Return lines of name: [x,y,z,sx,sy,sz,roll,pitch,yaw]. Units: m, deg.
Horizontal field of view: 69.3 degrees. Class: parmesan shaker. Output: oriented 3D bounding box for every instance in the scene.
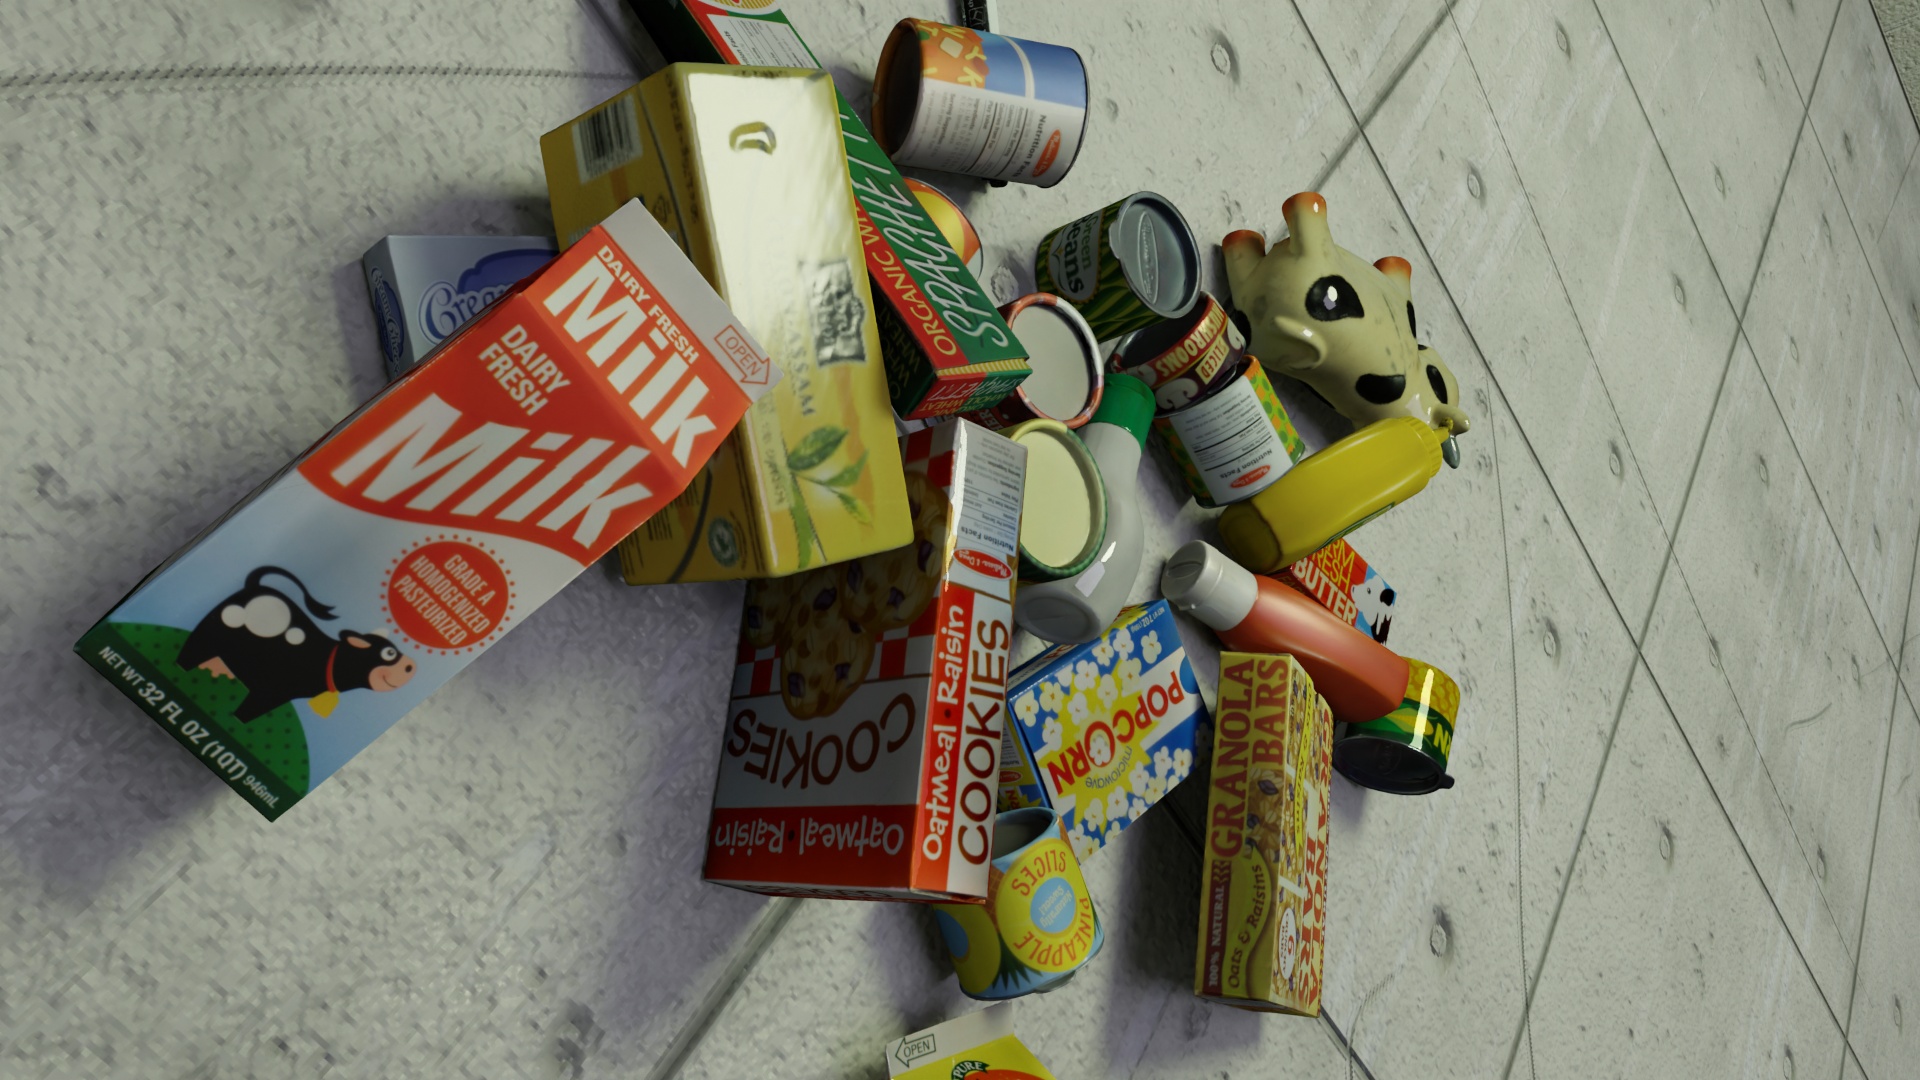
parmesan shaker: [0.002,-0.007,0.587,0.071,0.103,0.071,11,74,-41]

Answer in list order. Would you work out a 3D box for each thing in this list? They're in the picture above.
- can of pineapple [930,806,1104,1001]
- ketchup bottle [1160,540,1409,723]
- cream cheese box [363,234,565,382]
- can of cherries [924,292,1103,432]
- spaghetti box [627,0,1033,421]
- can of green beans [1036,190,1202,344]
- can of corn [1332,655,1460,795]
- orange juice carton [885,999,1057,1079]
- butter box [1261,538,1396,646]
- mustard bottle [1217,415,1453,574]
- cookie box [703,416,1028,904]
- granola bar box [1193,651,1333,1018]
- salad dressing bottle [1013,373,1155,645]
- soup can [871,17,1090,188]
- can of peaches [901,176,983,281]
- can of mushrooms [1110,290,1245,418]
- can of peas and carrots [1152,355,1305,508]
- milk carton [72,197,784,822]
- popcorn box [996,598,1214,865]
can of pineapple: [0.022,0.153,0.592,0.071,0.071,0.058,-25,97,-43]
ketchup bottle: [0.175,0.051,0.762,0.148,0.064,0.044,31,66,-24]
cream cheese box: [-0.160,-0.084,0.511,0.104,0.024,0.053,-12,88,-44]
can of cherries: [0.024,-0.076,0.652,0.071,0.058,0.071,11,73,-41]
spaghetti box: [-0.059,-0.149,0.538,0.050,0.028,0.250,-13,61,-43]
can of green beans: [0.082,-0.140,0.720,0.071,0.057,0.071,11,74,-41]
can of corn: [0.258,0.109,0.816,0.071,0.071,0.058,42,55,-28]
orange juice carton: [0.010,0.287,0.548,0.072,0.073,0.192,-3,82,-43]
butter box: [0.221,0.027,0.833,0.103,0.024,0.053,39,56,-30]
mustard bottle: [0.222,-0.034,0.781,0.161,0.065,0.049,-26,83,-19]
cookie box: [-0.036,0.049,0.526,0.040,0.122,0.168,21,67,-39]
granola bar box: [0.159,0.152,0.707,0.124,0.039,0.166,42,52,-58]
salad dressing bottle: [0.064,-0.020,0.678,0.044,0.064,0.148,52,43,-35]
soup can: [0.007,-0.205,0.650,0.084,0.071,0.071,2,79,-25]
can of peaches: [-0.034,-0.116,0.605,0.071,0.071,0.058,48,53,-24]
can of mushrooms: [0.115,-0.099,0.733,0.033,0.071,0.071,49,52,-21]
can of peas and carrots: [0.144,-0.060,0.755,0.071,0.071,0.058,-45,110,-39]
milk carton: [-0.147,-0.015,0.410,0.191,0.073,0.072,-40,111,-4]
popcorn box: [0.064,0.091,0.666,0.127,0.038,0.085,-27,98,-42]
